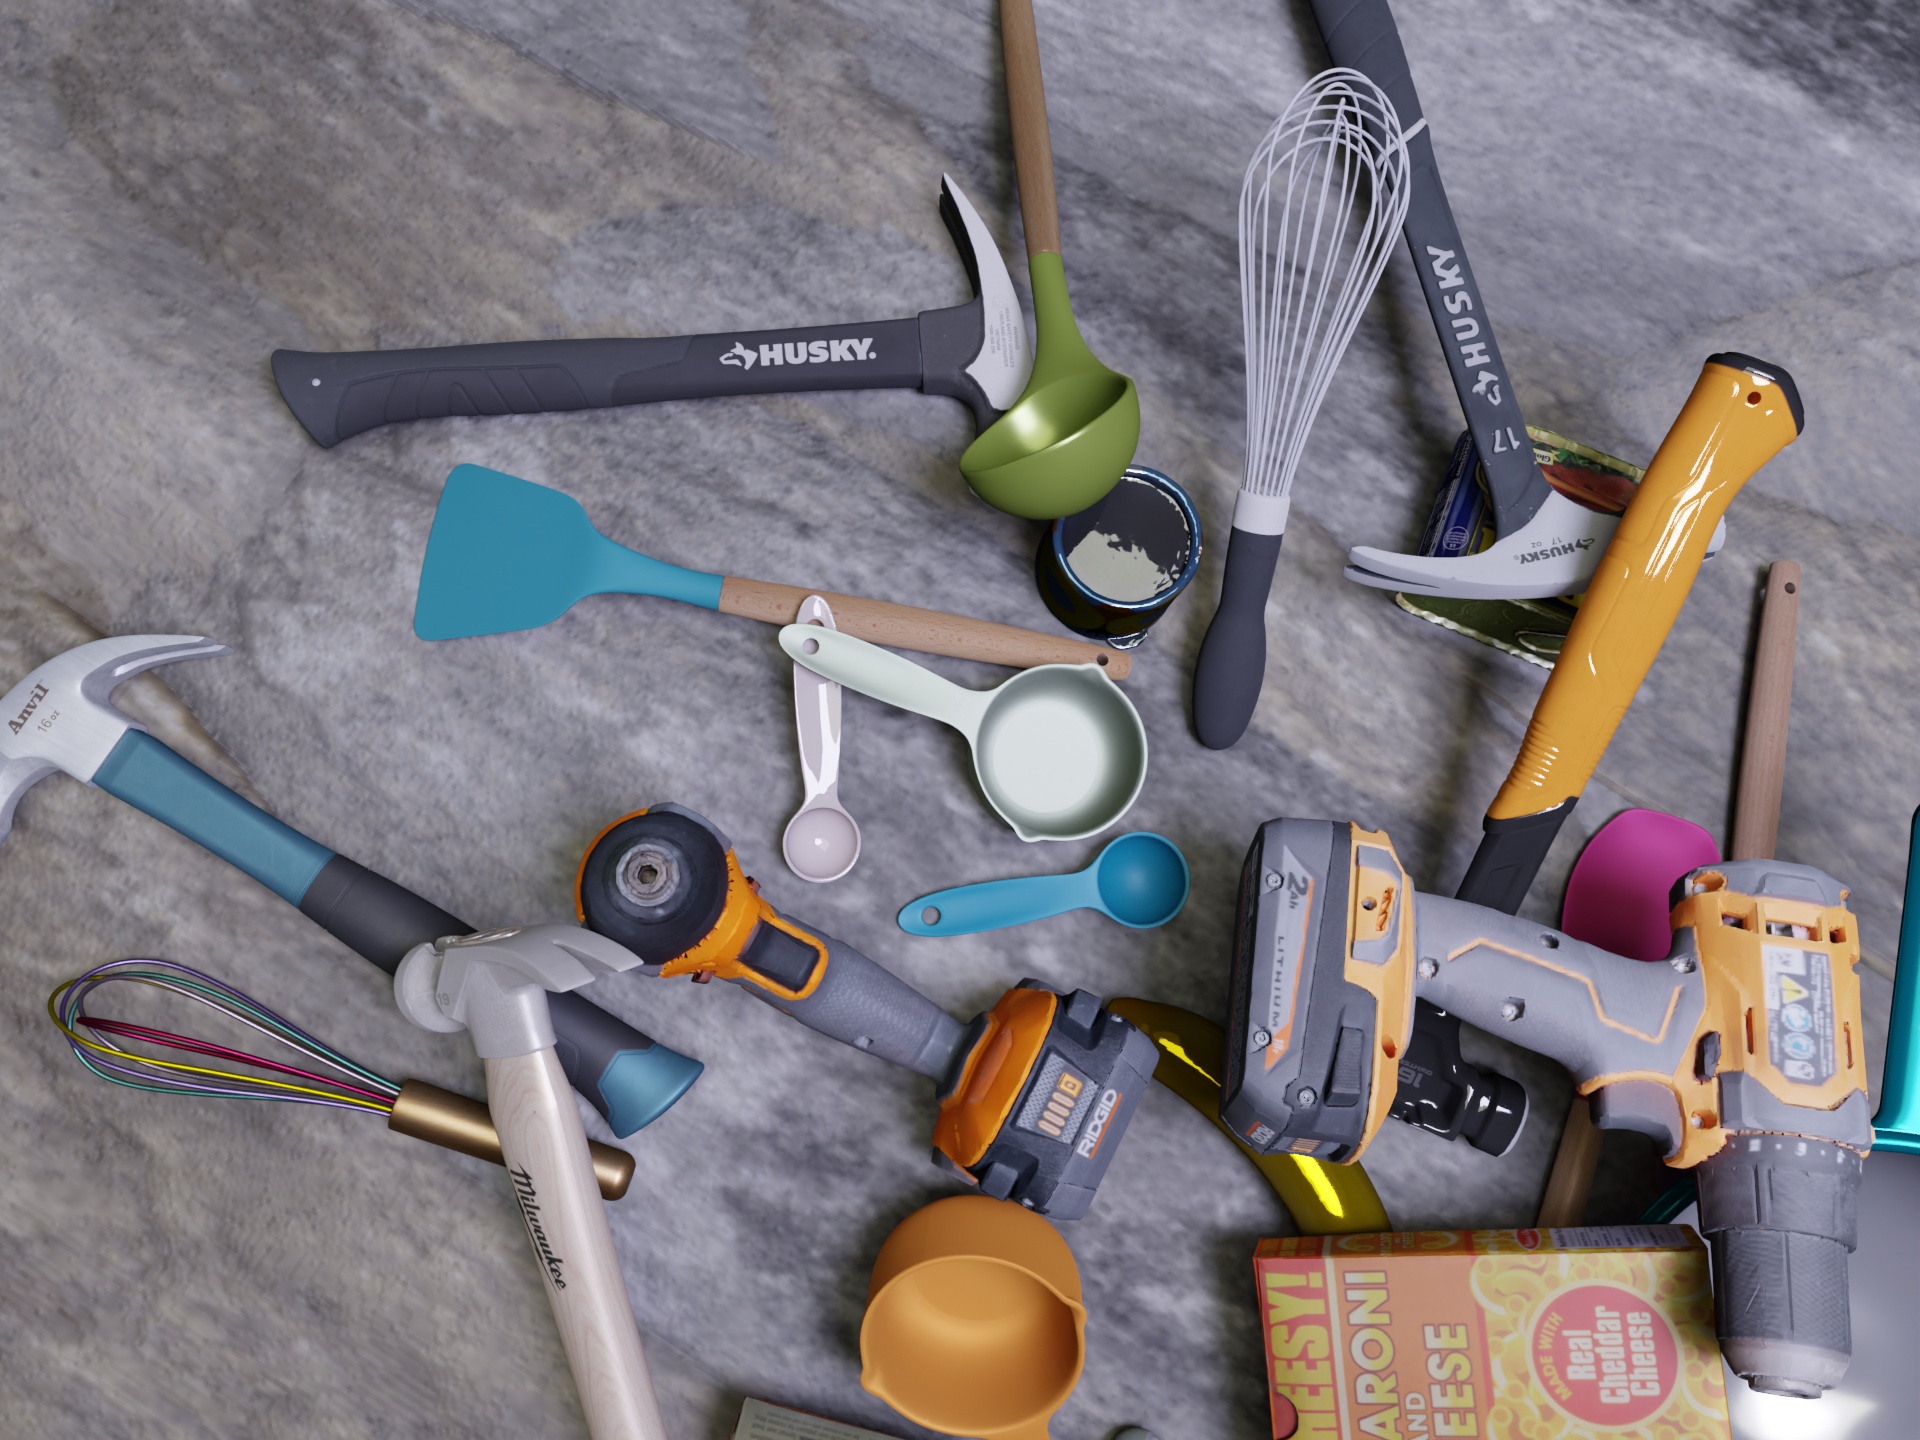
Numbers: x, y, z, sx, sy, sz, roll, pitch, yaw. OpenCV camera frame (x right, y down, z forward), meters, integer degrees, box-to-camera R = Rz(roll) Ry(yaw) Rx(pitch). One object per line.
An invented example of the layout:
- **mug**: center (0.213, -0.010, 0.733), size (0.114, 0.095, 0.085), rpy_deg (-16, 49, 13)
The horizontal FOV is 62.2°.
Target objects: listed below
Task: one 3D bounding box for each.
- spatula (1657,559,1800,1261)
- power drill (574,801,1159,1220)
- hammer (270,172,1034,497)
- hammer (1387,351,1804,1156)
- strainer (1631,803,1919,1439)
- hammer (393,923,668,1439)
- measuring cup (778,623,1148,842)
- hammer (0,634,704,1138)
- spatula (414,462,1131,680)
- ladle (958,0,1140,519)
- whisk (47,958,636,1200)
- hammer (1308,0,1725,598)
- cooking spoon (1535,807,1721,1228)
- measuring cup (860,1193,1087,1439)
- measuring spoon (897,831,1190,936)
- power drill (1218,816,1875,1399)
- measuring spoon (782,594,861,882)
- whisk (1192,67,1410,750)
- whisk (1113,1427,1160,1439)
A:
- **spatula**: center (0.355, 0.081, 0.713), size (0.059, 0.018, 0.316), rpy_deg (11, 82, -4)
- **power drill**: center (-0.044, 0.105, 0.612), size (0.226, 0.164, 0.084), rpy_deg (28, 77, -1)
- **hammer**: center (-0.135, -0.163, 0.714), size (0.334, 0.035, 0.146), rpy_deg (-4, 82, -4)
- **hammer**: center (0.234, 0.012, 0.644), size (0.127, 0.034, 0.337), rpy_deg (23, 104, 1)
- **strainer**: center (0.367, 0.198, 0.638), size (0.211, 0.095, 0.340), rpy_deg (8, 88, 17)
- **hammer**: center (-0.117, 0.276, 0.589), size (0.038, 0.146, 0.410), rpy_deg (-16, 93, -40)
- **measuring cup**: center (-0.001, -0.002, 0.690), size (0.167, 0.038, 0.083), rpy_deg (23, 80, -3)
- **hammer**: center (-0.259, 0.076, 0.669), size (0.331, 0.033, 0.128), rpy_deg (31, 81, 2)
- **spatula**: center (-0.080, -0.051, 0.707), size (0.317, 0.044, 0.082), rpy_deg (10, 80, -7)
- **ladle**: center (0.029, -0.229, 0.696), size (0.078, 0.062, 0.320), rpy_deg (-17, 64, 27)
- **whisk**: center (-0.253, 0.153, 0.652), size (0.245, 0.047, 0.051), rpy_deg (20, 79, -3)
- **hammer**: center (0.199, -0.241, 0.716), size (0.149, 0.036, 0.409), rpy_deg (-13, 72, 1)
- **cooking spoon**: center (0.266, 0.191, 0.689), size (0.069, 0.017, 0.319), rpy_deg (18, 80, 11)
- **measuring cup**: center (0.024, 0.269, 0.650), size (0.095, 0.052, 0.173), rpy_deg (-24, 109, 11)
- **measuring spoon**: center (0.036, 0.077, 0.698), size (0.128, 0.021, 0.042), rpy_deg (-10, 82, 4)
- **power drill**: center (0.213, 0.133, 0.578), size (0.226, 0.084, 0.185), rpy_deg (8, 65, 4)
- **measuring spoon**: center (-0.063, 0.008, 0.690), size (0.034, 0.018, 0.124), rpy_deg (-2, 91, -17)
- **whisk**: center (0.130, -0.119, 0.660), size (0.070, 0.070, 0.284), rpy_deg (7, 111, -2)
- **whisk**: center (0.156, 0.376, 0.640), size (0.246, 0.058, 0.059), rpy_deg (41, 109, 8)
